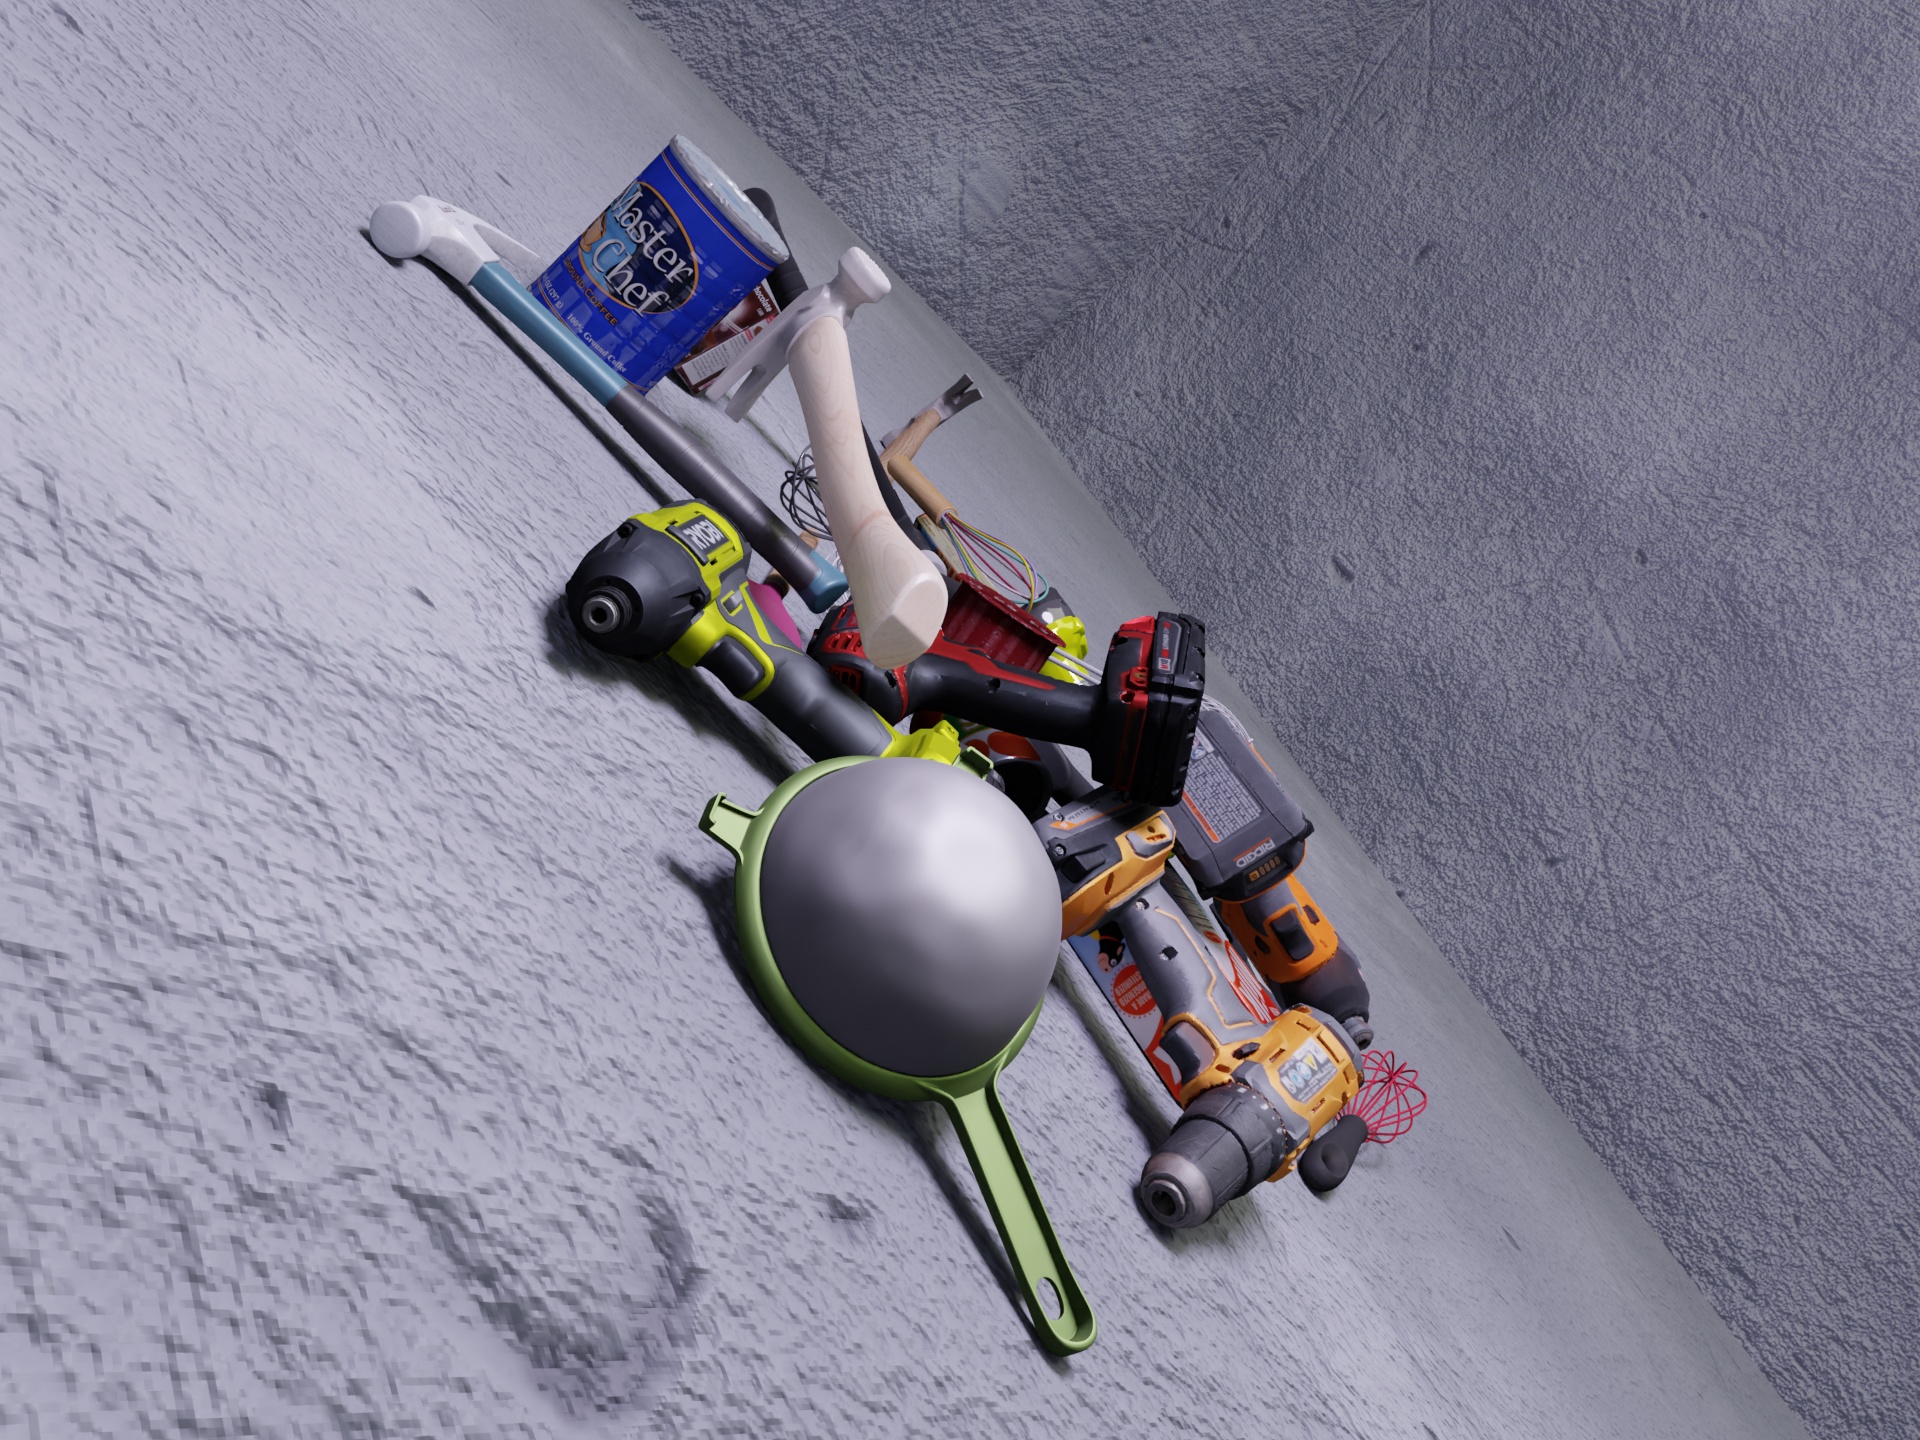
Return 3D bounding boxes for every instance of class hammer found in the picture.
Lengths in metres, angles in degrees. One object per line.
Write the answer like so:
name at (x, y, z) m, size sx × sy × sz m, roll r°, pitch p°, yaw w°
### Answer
hammer at (-0.077, -0.151, 0.934) m, size 0.038 × 0.146 × 0.411 m, roll 40°, pitch 19°, yaw -33°
hammer at (0.147, 0.118, 1.160) m, size 0.408 × 0.036 × 0.149 m, roll 45°, pitch 10°, yaw -45°
hammer at (-0.100, -0.264, 1.272) m, size 0.334 × 0.035 × 0.146 m, roll 65°, pitch -4°, yaw -33°
hammer at (-0.051, -0.278, 1.591) m, size 0.031 × 0.130 × 0.331 m, roll 51°, pitch 21°, yaw -12°
hammer at (-0.193, -0.182, 0.940) m, size 0.331 × 0.033 × 0.128 m, roll 43°, pitch 14°, yaw -12°

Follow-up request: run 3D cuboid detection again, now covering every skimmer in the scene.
skimmer at (0.067, -0.026, 1.213) m, size 0.363 × 0.090 × 0.127 m, roll 31°, pitch 47°, yaw 24°

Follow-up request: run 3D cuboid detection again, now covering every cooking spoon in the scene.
cooking spoon at (-0.115, -0.085, 0.999) m, size 0.068 × 0.017 × 0.319 m, roll 43°, pitch 15°, yaw -10°

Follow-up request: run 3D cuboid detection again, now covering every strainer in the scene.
strainer at (0.009, 0.118, 0.627) m, size 0.151 × 0.069 × 0.256 m, roll -9°, pitch 68°, yaw -40°

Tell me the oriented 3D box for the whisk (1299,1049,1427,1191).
whisk at (0.297, 0.302, 1.192) m, size 0.073 × 0.073 × 0.295 m, roll 53°, pitch 20°, yaw 15°

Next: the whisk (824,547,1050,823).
whisk at (-0.002, -0.003, 1.070) m, size 0.284 × 0.070 × 0.070 m, roll 55°, pitch 13°, yaw 2°

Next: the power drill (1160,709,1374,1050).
power drill at (0.203, 0.115, 1.046) m, size 0.226 × 0.084 × 0.164 m, roll 56°, pitch 3°, yaw -43°

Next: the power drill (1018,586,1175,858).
power drill at (0.116, 0.016, 1.317) m, size 0.229 × 0.080 × 0.190 m, roll 55°, pitch -2°, yaw 17°

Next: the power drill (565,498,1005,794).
power drill at (-0.086, -0.007, 0.758) m, size 0.223 × 0.080 × 0.171 m, roll 44°, pitch 14°, yaw -7°

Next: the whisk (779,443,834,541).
whisk at (-0.078, -0.133, 1.129) m, size 0.055 × 0.055 × 0.238 m, roll 54°, pitch 0°, yaw 18°

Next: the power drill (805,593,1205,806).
power drill at (0.026, -0.033, 0.942) m, size 0.226 × 0.080 × 0.188 m, roll 10°, pitch 26°, yaw 4°

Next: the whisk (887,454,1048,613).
whisk at (0.001, -0.161, 1.323) m, size 0.245 × 0.051 × 0.047 m, roll 51°, pitch -17°, yaw 43°

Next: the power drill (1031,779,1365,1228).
power drill at (0.105, 0.154, 0.868) m, size 0.226 × 0.084 × 0.185 m, roll 51°, pitch 38°, yaw 13°
